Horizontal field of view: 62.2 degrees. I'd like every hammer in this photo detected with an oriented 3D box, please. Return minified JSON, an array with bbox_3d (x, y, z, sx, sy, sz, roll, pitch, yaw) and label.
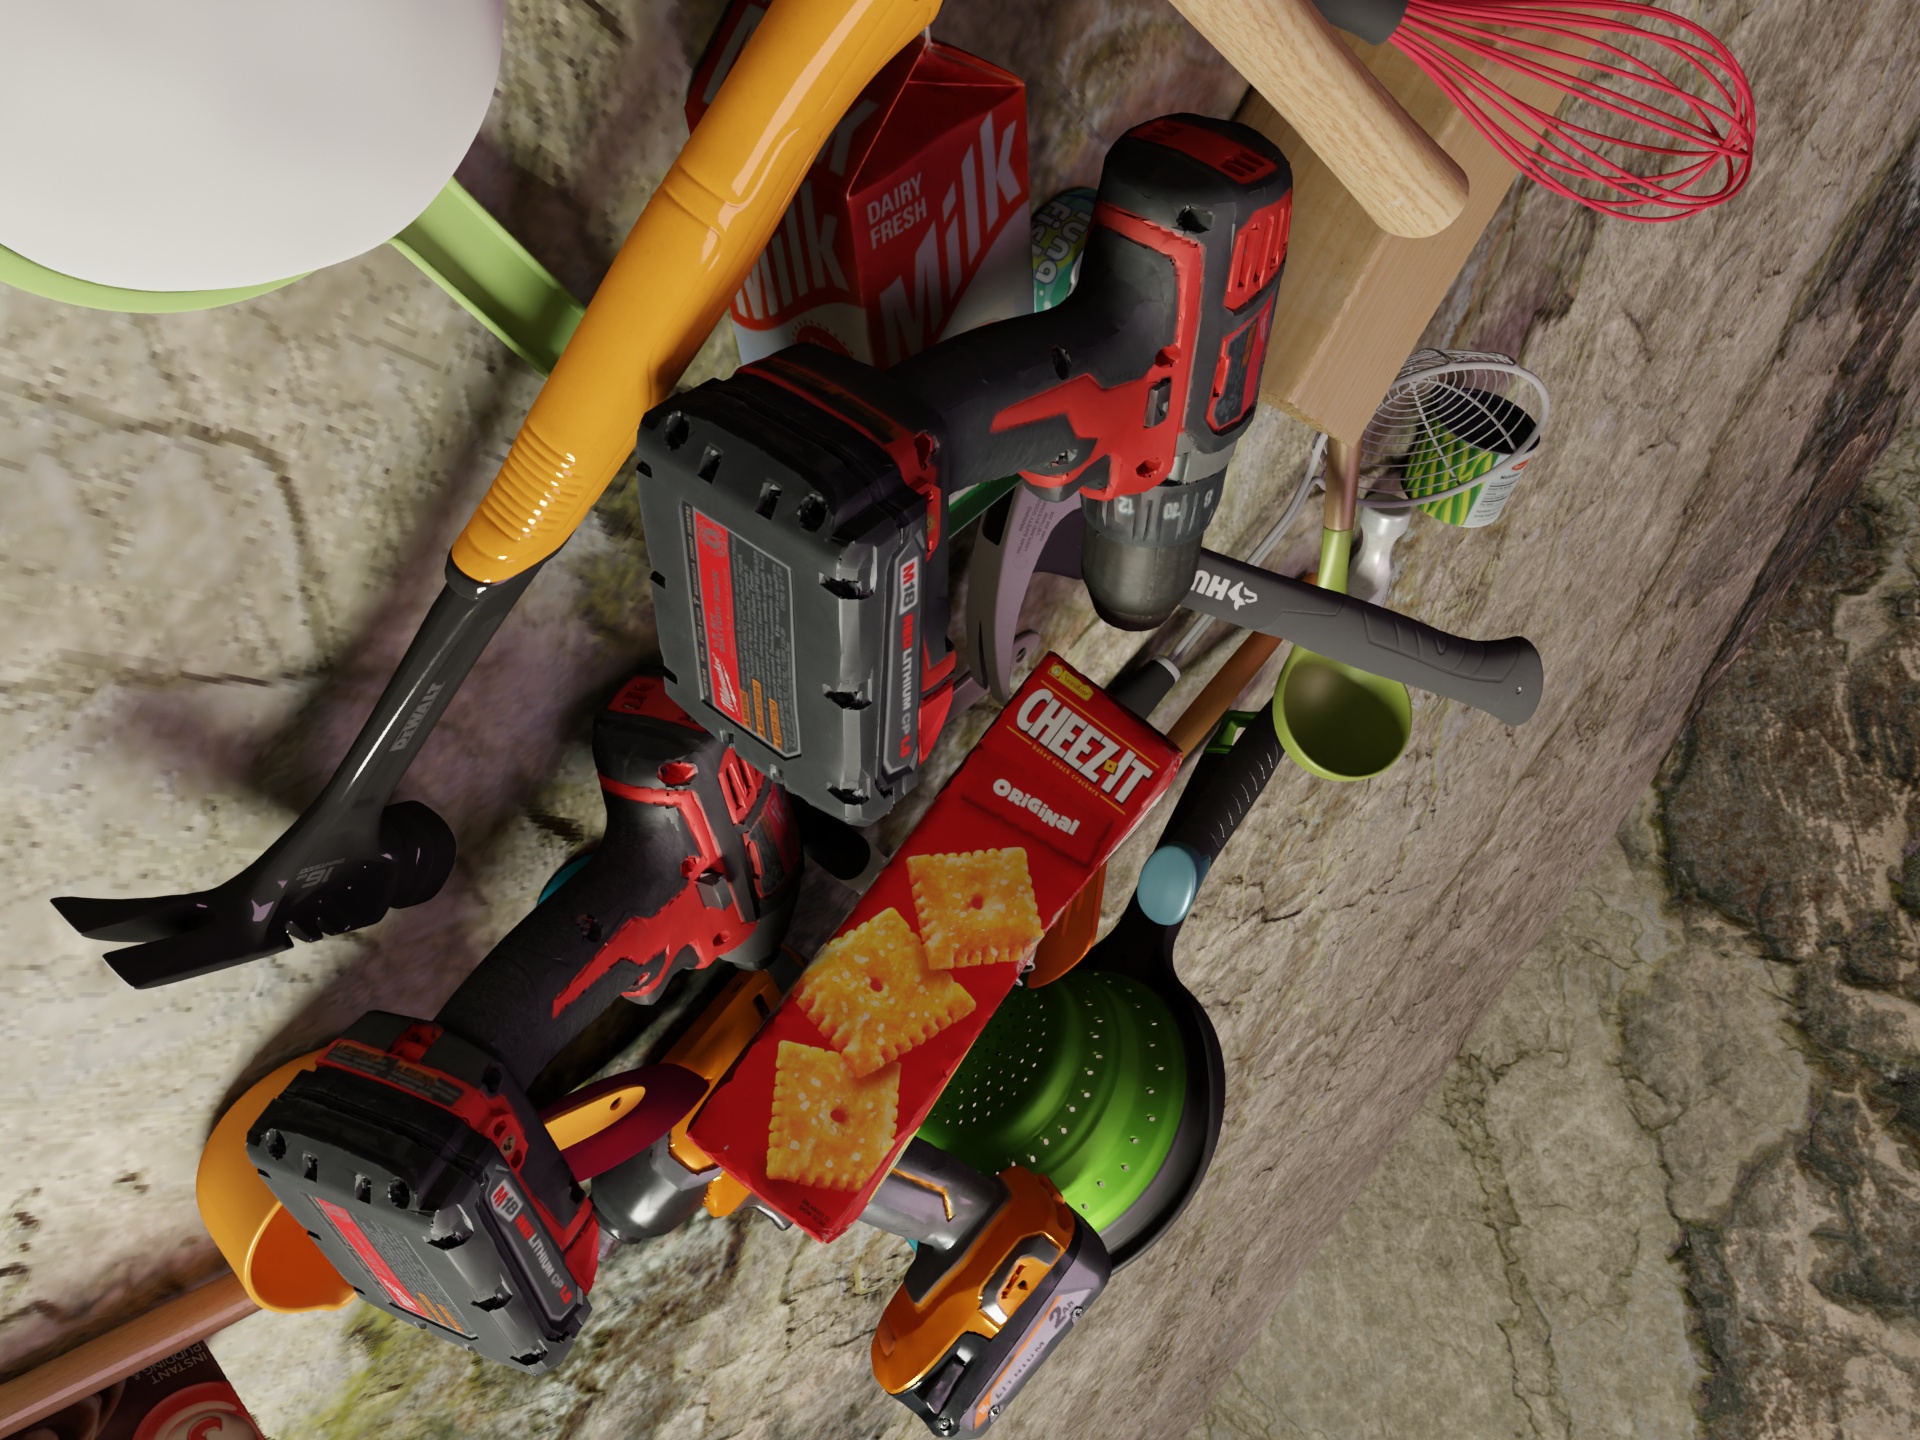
[{"bbox_3d":[0.152,-0.047,0.747,0.334,0.035,0.146,15,106,-30],"label":"hammer"},{"bbox_3d":[0.184,-0.002,0.915,0.331,0.033,0.128,-48,151,-42],"label":"hammer"},{"bbox_3d":[-0.112,-0.066,0.420,0.337,0.034,0.127,-53,168,18],"label":"hammer"},{"bbox_3d":[0.038,-0.214,0.398,0.331,0.130,0.031,23,104,-44],"label":"hammer"}]

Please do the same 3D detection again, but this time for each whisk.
[{"bbox_3d":[-0.037,0.078,0.752,0.070,0.070,0.284,-50,146,-5],"label":"whisk"},{"bbox_3d":[0.166,-0.243,0.559,0.295,0.073,0.073,12,117,-21],"label":"whisk"}]

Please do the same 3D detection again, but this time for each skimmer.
[{"bbox_3d":[0.171,-0.059,0.860,0.363,0.090,0.127,-49,151,-7],"label":"skimmer"}]

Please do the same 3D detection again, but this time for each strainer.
[{"bbox_3d":[-0.129,-0.126,0.369,0.151,0.069,0.256,-52,150,-3],"label":"strainer"}]

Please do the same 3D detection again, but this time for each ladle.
[{"bbox_3d":[0.195,-0.118,0.784,0.078,0.062,0.320,-12,118,-19],"label":"ladle"}]

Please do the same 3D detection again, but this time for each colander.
[{"bbox_3d":[0.072,0.136,0.907,0.094,0.204,0.397,46,63,-35],"label":"colander"}]

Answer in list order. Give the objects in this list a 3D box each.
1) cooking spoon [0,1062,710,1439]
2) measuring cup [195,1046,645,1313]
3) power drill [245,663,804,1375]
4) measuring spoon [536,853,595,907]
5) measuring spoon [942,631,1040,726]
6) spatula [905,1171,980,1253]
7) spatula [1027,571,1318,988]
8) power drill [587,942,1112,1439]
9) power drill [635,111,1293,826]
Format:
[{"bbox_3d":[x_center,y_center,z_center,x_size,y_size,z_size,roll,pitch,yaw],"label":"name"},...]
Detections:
[{"bbox_3d":[-0.235,0.198,0.600,0.319,0.069,0.017,-21,110,-37],"label":"cooking spoon"},{"bbox_3d":[-0.197,0.152,0.596,0.173,0.052,0.095,-11,131,-53],"label":"measuring cup"},{"bbox_3d":[-0.126,0.098,0.552,0.143,0.078,0.220,80,31,-43],"label":"power drill"},{"bbox_3d":[-0.168,0.108,0.617,0.128,0.021,0.042,-53,151,-3],"label":"measuring spoon"},{"bbox_3d":[-0.001,-0.002,0.745,0.124,0.018,0.034,-40,149,-24],"label":"measuring spoon"},{"bbox_3d":[-0.042,0.273,0.962,0.082,0.044,0.317,-46,150,-8],"label":"spatula"},{"bbox_3d":[0.129,0.019,0.897,0.323,0.041,0.081,-46,179,-31],"label":"spatula"},{"bbox_3d":[-0.059,0.233,0.747,0.164,0.226,0.084,-49,-166,-6],"label":"power drill"},{"bbox_3d":[0.016,-0.065,0.494,0.227,0.080,0.187,-39,149,-33],"label":"power drill"}]
